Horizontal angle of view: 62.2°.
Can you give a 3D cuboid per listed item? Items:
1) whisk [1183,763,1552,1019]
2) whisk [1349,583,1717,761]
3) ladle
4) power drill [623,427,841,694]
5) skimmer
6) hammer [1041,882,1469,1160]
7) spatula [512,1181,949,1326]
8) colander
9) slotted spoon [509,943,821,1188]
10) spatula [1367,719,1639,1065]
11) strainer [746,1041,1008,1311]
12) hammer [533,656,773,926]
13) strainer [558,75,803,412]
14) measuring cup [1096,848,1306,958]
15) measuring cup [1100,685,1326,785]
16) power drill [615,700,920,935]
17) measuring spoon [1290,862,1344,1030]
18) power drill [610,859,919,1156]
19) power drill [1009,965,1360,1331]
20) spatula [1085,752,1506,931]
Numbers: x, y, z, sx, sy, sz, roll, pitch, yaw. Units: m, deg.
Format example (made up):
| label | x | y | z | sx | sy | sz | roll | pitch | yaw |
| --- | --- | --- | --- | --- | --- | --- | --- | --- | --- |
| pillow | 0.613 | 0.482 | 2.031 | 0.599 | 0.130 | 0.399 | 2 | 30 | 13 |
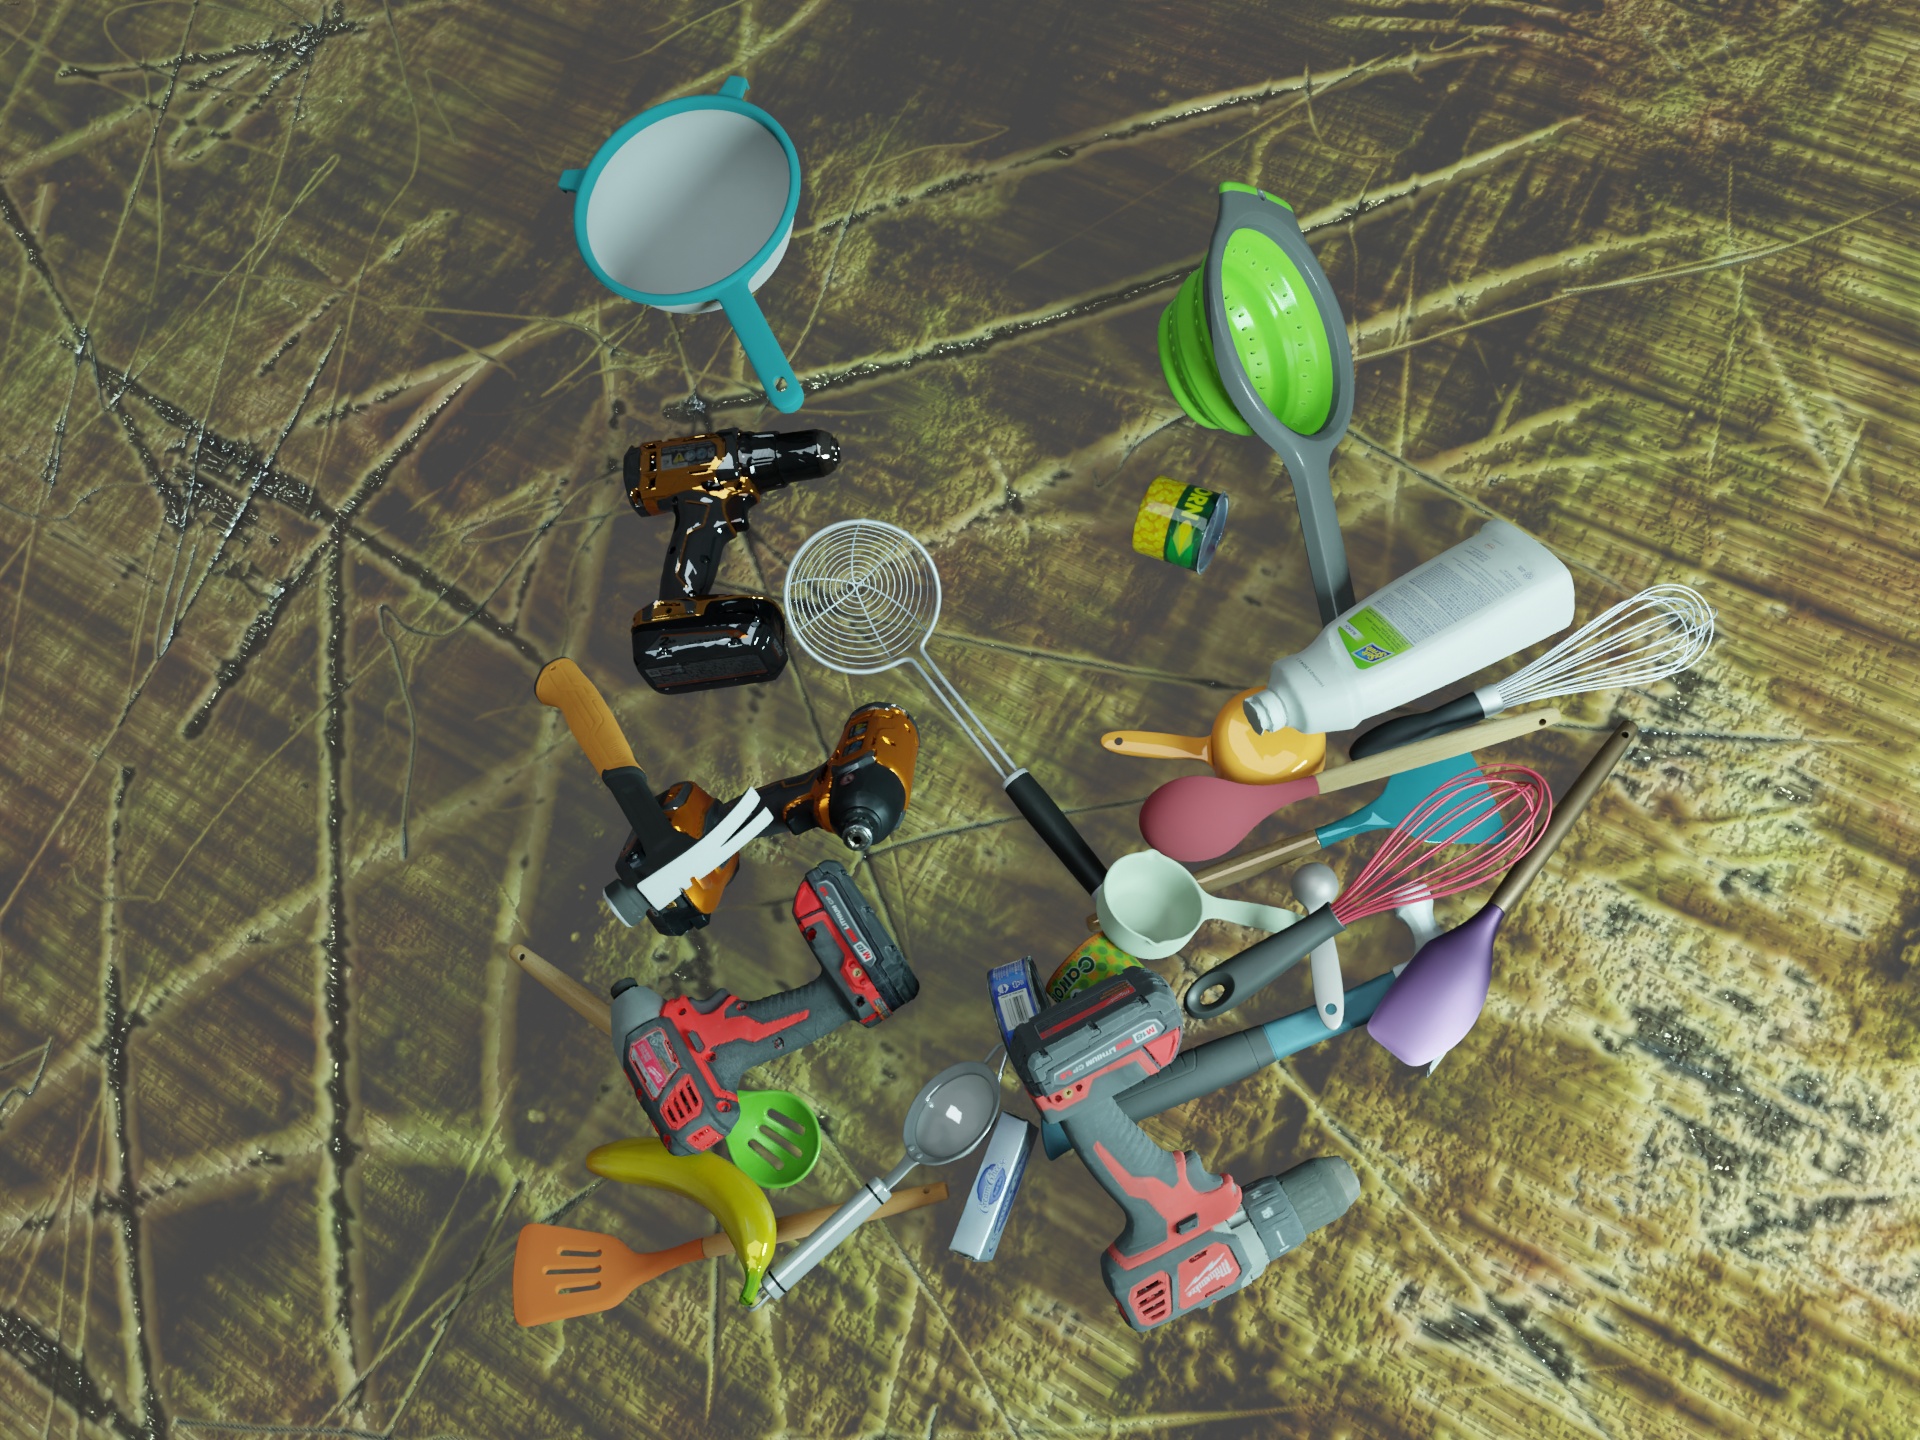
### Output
| label | x | y | z | sx | sy | sz | roll | pitch | yaw |
| --- | --- | --- | --- | --- | --- | --- | --- | --- | --- |
| whisk | 0.279 | 0.125 | 1.110 | 0.296 | 0.073 | 0.073 | -36 | 68 | 14 |
| whisk | 0.426 | -0.027 | 1.189 | 0.284 | 0.070 | 0.070 | -23 | 69 | 7 |
| ladle | 0.285 | 0.040 | 1.165 | 0.315 | 0.031 | 0.069 | -17 | 110 | 2 |
| power drill | -0.189 | -0.146 | 1.334 | 0.185 | 0.084 | 0.226 | -8 | 66 | 6 |
| skimmer | -0.002 | -0.004 | 1.240 | 0.127 | 0.090 | 0.363 | -40 | 70 | 4 |
| hammer | 0.210 | 0.237 | 1.150 | 0.331 | 0.033 | 0.128 | -23 | 68 | 3 |
| spatula | -0.167 | 0.378 | 1.167 | 0.322 | 0.041 | 0.081 | -15 | 45 | 4 |
| colander | 0.239 | -0.219 | 1.267 | 0.094 | 0.204 | 0.397 | -15 | 83 | 41 |
| slotted spoon | -0.233 | 0.258 | 1.229 | 0.314 | 0.031 | 0.070 | 30 | 79 | 20 |
| spatula | 0.400 | 0.118 | 1.142 | 0.060 | 0.018 | 0.316 | 37 | 74 | 13 |
| strainer | -0.052 | 0.333 | 1.144 | 0.258 | 0.050 | 0.087 | -40 | 29 | -13 |
| hammer | -0.259 | 0.028 | 1.224 | 0.127 | 0.034 | 0.337 | -37 | 39 | -8 |
| strainer | -0.206 | -0.394 | 1.413 | 0.211 | 0.095 | 0.341 | -28 | 71 | 3 |
| measuring cup | 0.179 | 0.146 | 1.166 | 0.167 | 0.038 | 0.083 | 11 | 50 | -10 |
| measuring cup | 0.193 | 0.015 | 1.217 | 0.173 | 0.052 | 0.095 | 4 | 72 | 10 |
| power drill | -0.139 | 0.078 | 1.190 | 0.226 | 0.164 | 0.084 | -23 | 113 | 14 |
| measuring spoon | 0.259 | 0.159 | 1.140 | 0.034 | 0.018 | 0.124 | -7 | 66 | 11 |
| power drill | -0.154 | 0.208 | 1.189 | 0.219 | 0.078 | 0.143 | -33 | 63 | -7 |
| power drill | 0.153 | 0.284 | 1.087 | 0.188 | 0.080 | 0.226 | -27 | 97 | -3 |
| spatula | 0.245 | 0.102 | 1.196 | 0.317 | 0.044 | 0.082 | -21 | 69 | 8 |
